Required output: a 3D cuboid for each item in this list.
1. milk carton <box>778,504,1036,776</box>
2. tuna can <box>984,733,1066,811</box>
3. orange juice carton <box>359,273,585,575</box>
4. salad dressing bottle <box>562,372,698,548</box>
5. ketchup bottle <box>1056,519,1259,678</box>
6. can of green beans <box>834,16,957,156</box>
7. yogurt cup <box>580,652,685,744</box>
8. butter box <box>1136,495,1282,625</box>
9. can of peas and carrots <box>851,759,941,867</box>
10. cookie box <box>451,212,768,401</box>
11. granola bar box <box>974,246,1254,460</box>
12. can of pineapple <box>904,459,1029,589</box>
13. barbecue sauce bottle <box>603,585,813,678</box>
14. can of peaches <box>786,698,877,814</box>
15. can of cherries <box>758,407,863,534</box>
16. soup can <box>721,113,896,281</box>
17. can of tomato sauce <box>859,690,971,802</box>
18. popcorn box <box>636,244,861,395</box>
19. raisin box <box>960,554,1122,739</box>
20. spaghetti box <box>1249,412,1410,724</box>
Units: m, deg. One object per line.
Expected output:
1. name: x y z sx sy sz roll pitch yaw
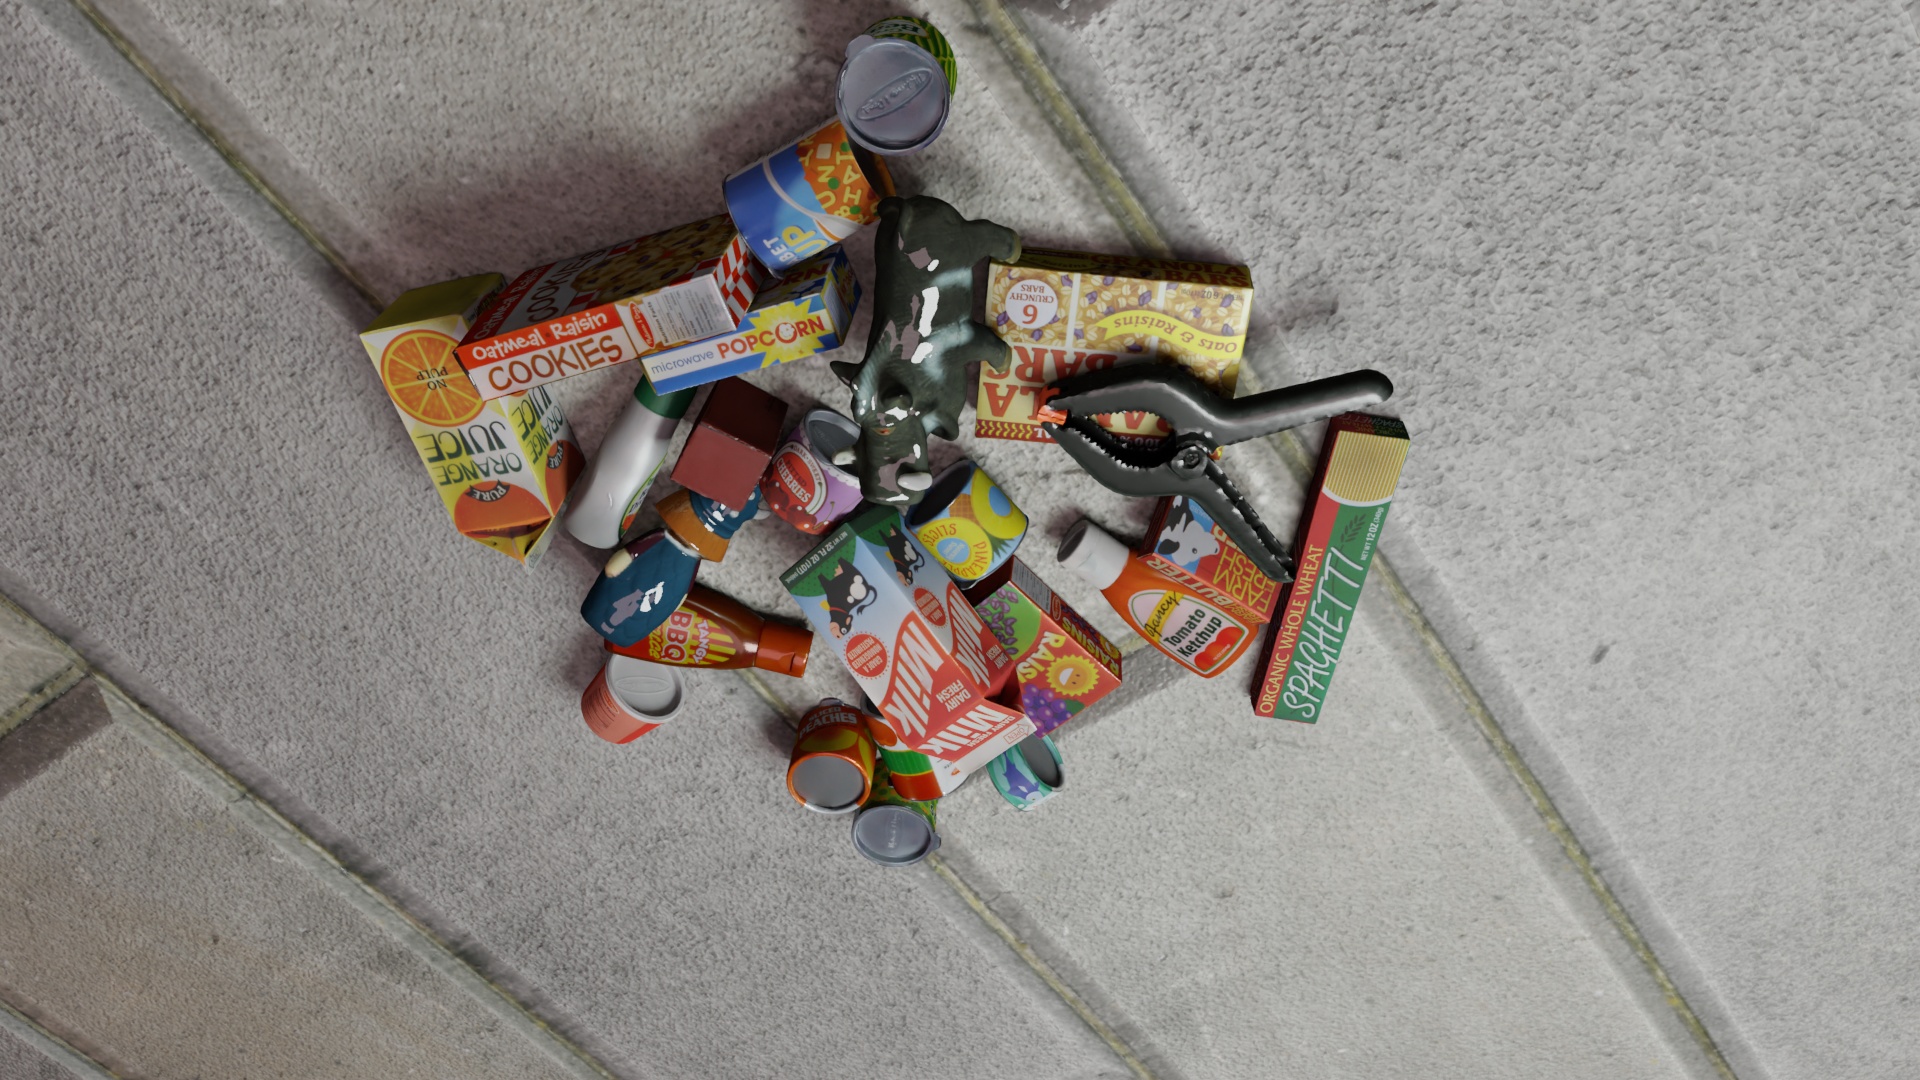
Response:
1. milk carton: -0.030 0.072 0.964 0.072 0.074 0.190 -37 89 25
2. tuna can: 0.048 0.169 1.066 0.032 0.071 0.071 -35 114 23
3. orange juice carton: -0.315 -0.074 0.934 0.073 0.072 0.191 -10 121 11
4. salad dressing bottle: -0.220 -0.064 0.942 0.044 0.064 0.147 29 112 -11
5. ketchup bottle: 0.138 0.038 0.989 0.149 0.044 0.064 32 118 -15
6. can of green beans: -0.036 -0.263 0.801 0.071 0.058 0.071 2 123 3
7. yogurt cup: -0.252 0.119 1.058 0.072 0.073 0.053 38 125 -19
8. butter box: 0.177 0.013 0.963 0.103 0.053 0.024 30 159 -14
9. can of peas and carrots: -0.049 0.216 1.106 0.071 0.059 0.070 2 123 3
10. cookie box: -0.208 -0.147 0.848 0.167 0.123 0.040 -13 120 12
11. granola bar box: 0.095 -0.120 0.894 0.166 0.039 0.123 5 123 1
12. can of pineapple: 0.003 -0.012 0.951 0.071 0.071 0.057 -35 113 23
13. barbecue sauce bottle: -0.185 0.068 1.031 0.149 0.044 0.064 14 113 -5
14. can of peaches: -0.099 0.169 1.080 0.071 0.058 0.071 2 123 3
15. can of cherries: -0.096 -0.046 0.936 0.071 0.072 0.058 35 119 -17
16. soup can: -0.088 -0.206 0.835 0.083 0.072 0.071 -24 118 18
17. can of tomato sauce: -0.034 0.146 1.056 0.071 0.071 0.082 -13 120 12
18. popcorn box: -0.132 -0.139 0.871 0.126 0.085 0.038 -13 119 12
19. raisin box: 0.048 0.080 1.024 0.086 0.040 0.123 -39 111 24
20. spaghetti box: 0.257 0.027 0.981 0.050 0.029 0.248 8 122 0
